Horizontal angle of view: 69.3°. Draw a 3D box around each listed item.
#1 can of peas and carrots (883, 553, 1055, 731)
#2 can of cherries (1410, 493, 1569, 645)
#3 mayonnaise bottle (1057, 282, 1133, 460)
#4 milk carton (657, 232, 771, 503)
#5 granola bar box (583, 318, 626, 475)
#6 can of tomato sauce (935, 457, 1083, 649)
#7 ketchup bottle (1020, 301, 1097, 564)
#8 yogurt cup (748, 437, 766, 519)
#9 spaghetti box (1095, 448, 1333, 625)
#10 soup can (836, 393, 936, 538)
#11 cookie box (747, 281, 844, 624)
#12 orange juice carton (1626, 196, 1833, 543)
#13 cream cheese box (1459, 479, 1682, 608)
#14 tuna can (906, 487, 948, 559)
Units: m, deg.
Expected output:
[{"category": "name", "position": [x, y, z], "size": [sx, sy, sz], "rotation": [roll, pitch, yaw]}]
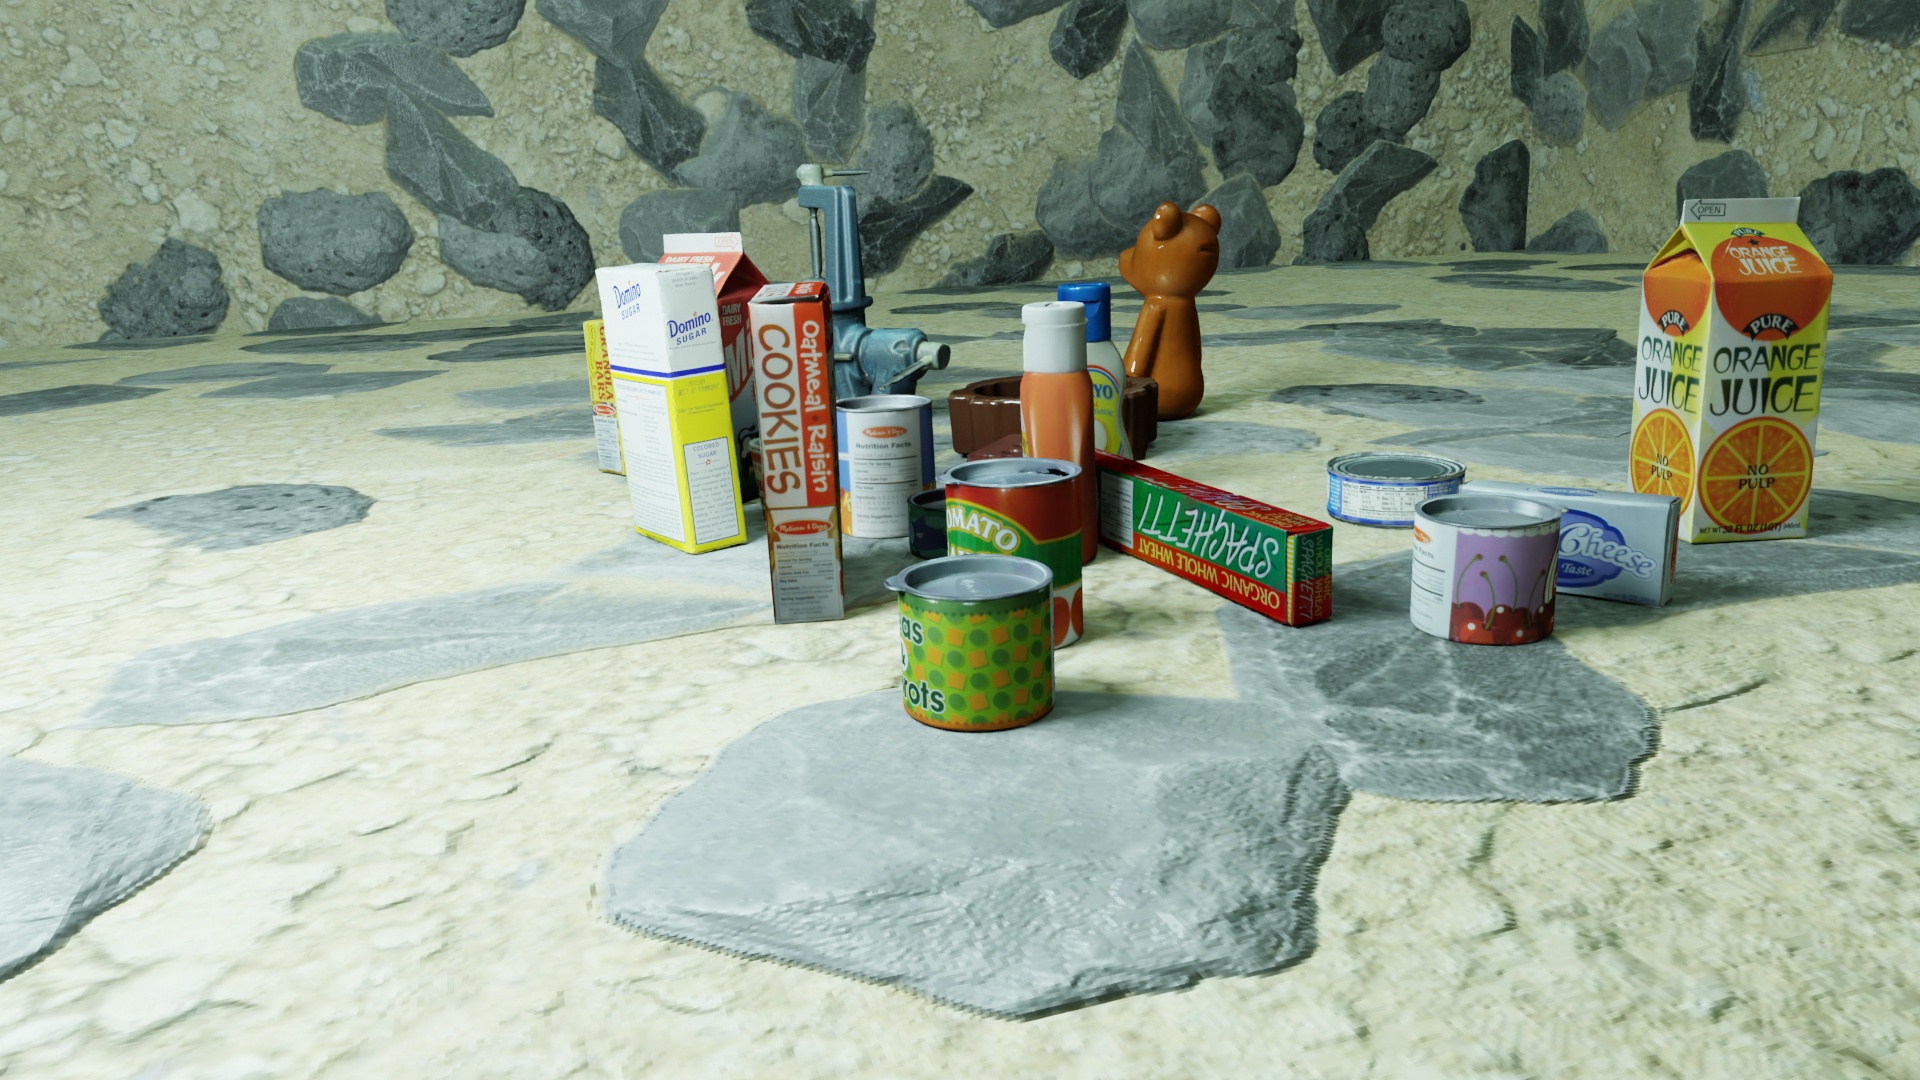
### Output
[{"category": "can of peas and carrots", "position": [0.005, 0.042, 0.587], "size": [0.071, 0.058, 0.071], "rotation": [-2, 14, 1]}, {"category": "can of cherries", "position": [0.253, 0.013, 0.664], "size": [0.071, 0.058, 0.071], "rotation": [-2, 14, 1]}, {"category": "mayonnaise bottle", "position": [0.086, -0.101, 0.955], "size": [0.065, 0.147, 0.041], "rotation": [-4, 14, -5]}, {"category": "milk carton", "position": [-0.180, -0.125, 1.005], "size": [0.072, 0.190, 0.074], "rotation": [5, 16, 27]}, {"category": "granola bar box", "position": [-0.228, -0.130, 1.162], "size": [0.039, 0.124, 0.166], "rotation": [10, 19, 40]}, {"category": "can of tomato sauce", "position": [0.025, 0.006, 0.675], "size": [0.071, 0.083, 0.071], "rotation": [-2, 14, 1]}, {"category": "ketchup bottle", "position": [0.057, -0.063, 0.808], "size": [0.043, 0.148, 0.065], "rotation": [-1, 14, 5]}, {"category": "yogurt cup", "position": [-0.108, -0.043, 0.946], "size": [0.072, 0.053, 0.072], "rotation": [-2, 14, 1]}, {"category": "spaghetti box", "position": [0.123, -0.009, 0.784], "size": [0.029, 0.050, 0.250], "rotation": [-8, 15, -22]}, {"category": "soup can", "position": [-0.049, -0.050, 0.904], "size": [0.071, 0.083, 0.071], "rotation": [-2, 14, 1]}, {"category": "cookie box", "position": [-0.086, -0.053, 0.755], "size": [0.040, 0.167, 0.123], "rotation": [-3, 14, -4]}, {"category": "orange juice carton", "position": [0.445, -0.101, 0.806], "size": [0.072, 0.192, 0.073], "rotation": [-3, 14, -3]}, {"category": "cream cheese box", "position": [0.311, 0.000, 0.715], "size": [0.104, 0.053, 0.024], "rotation": [8, 17, 36]}, {"category": "tuna can", "position": [0.003, -0.011, 0.845], "size": [0.071, 0.032, 0.071], "rotation": [-2, 14, 1]}]
